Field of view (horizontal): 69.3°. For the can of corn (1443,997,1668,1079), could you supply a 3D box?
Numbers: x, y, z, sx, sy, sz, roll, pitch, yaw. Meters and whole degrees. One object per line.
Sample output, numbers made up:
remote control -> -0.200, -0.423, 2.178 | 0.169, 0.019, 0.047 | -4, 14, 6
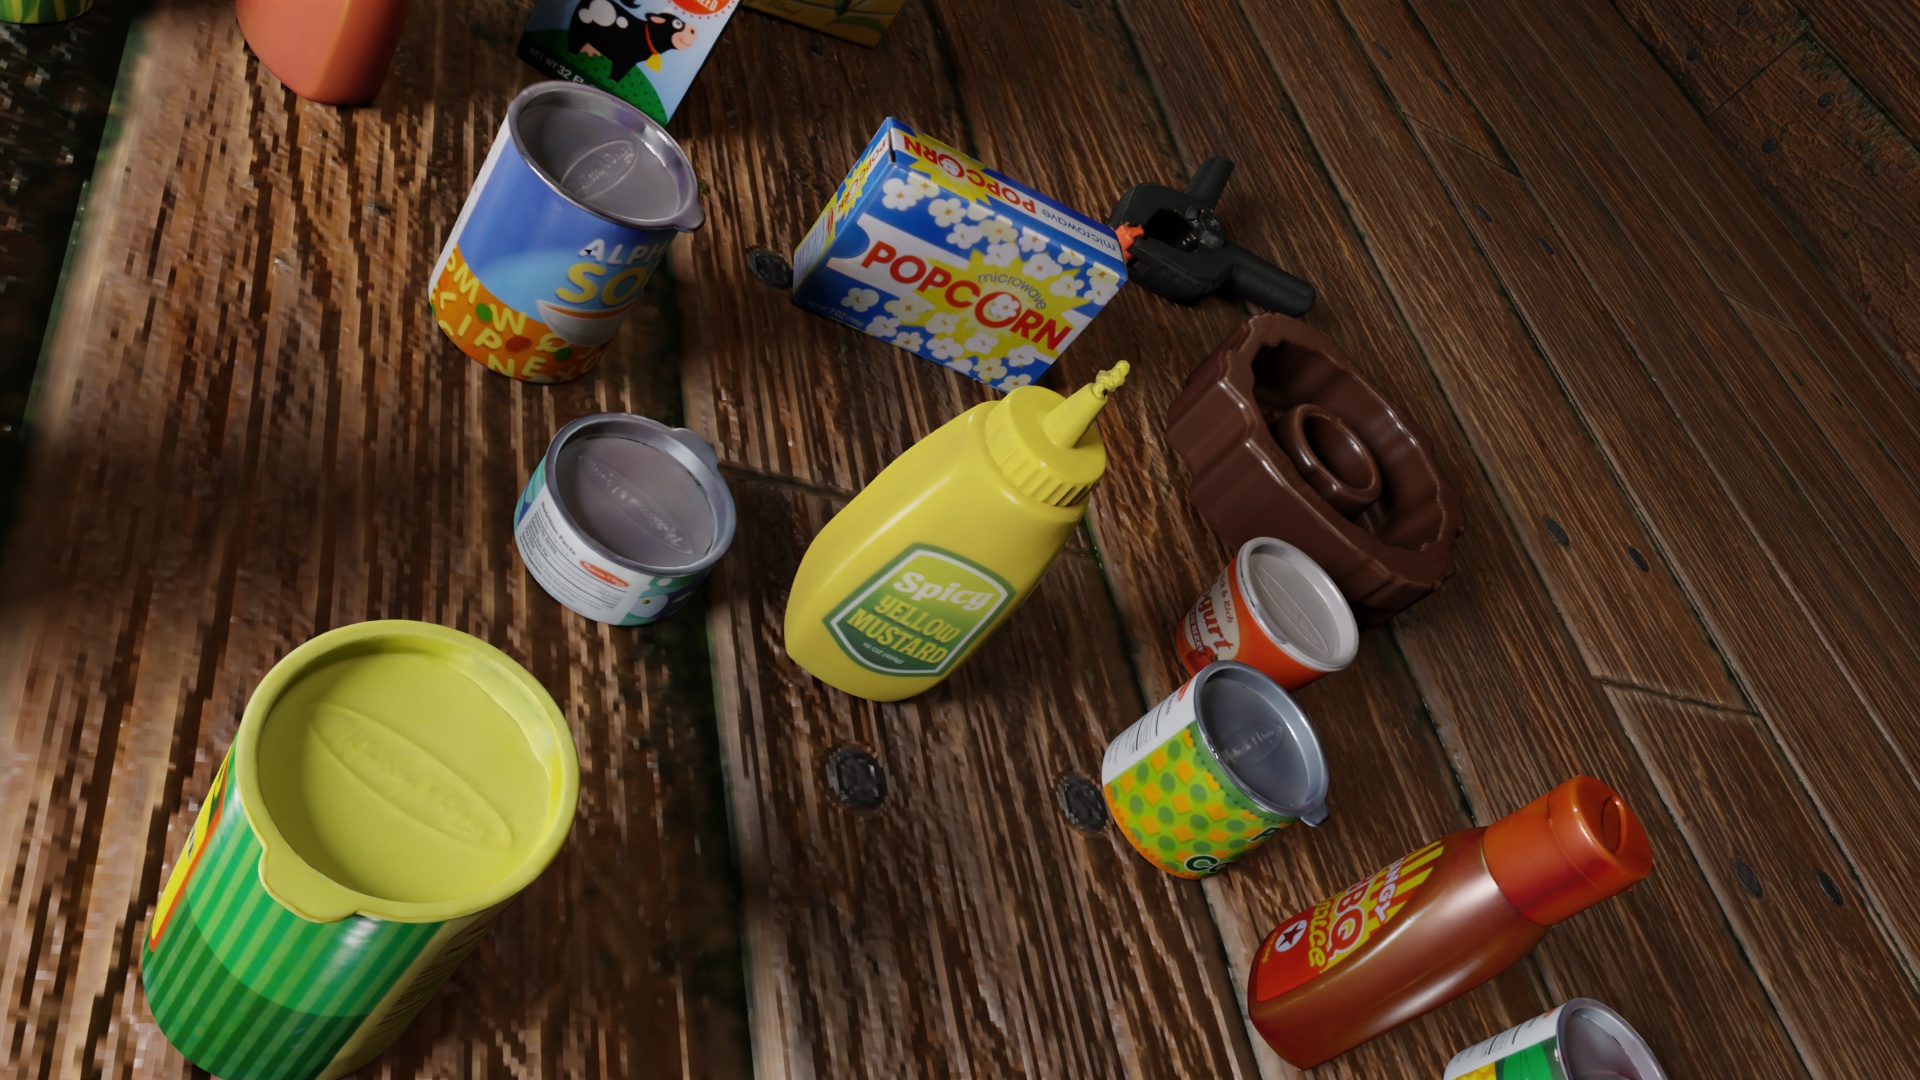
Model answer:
can of corn -> 0.230, 0.220, 0.531 | 0.071, 0.058, 0.071 | 24, 42, -24

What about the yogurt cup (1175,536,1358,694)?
yogurt cup -> 0.133, 0.040, 0.615 | 0.072, 0.053, 0.073 | 24, 42, -24

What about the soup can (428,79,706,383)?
soup can -> -0.137, -0.103, 0.483 | 0.071, 0.083, 0.072 | 24, 42, -24

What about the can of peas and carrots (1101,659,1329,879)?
can of peas and carrots -> 0.099, 0.091, 0.534 | 0.071, 0.058, 0.071 | 24, 42, -24

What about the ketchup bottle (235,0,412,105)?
ketchup bottle -> -0.208, -0.227, 0.482 | 0.044, 0.148, 0.065 | -22, 71, -50

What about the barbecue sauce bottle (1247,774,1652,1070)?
barbecue sauce bottle -> 0.166, 0.132, 0.483 | 0.043, 0.148, 0.065 | 45, 38, 1

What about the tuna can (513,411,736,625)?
tuna can -> -0.110, -0.008, 0.461 | 0.071, 0.032, 0.071 | 24, 42, -24

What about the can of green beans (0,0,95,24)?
can of green beans -> -0.312, -0.212, 0.450 | 0.071, 0.057, 0.071 | 24, 42, -24

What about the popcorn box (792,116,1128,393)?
popcorn box -> 0.000, -0.123, 0.622 | 0.127, 0.085, 0.038 | 19, 44, -28

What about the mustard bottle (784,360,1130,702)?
mustard bottle -> 0.002, -0.006, 0.455 | 0.065, 0.159, 0.049 | 26, 41, -22

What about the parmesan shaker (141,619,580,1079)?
parmesan shaker -> -0.136, 0.074, 0.305 | 0.071, 0.102, 0.072 | 24, 42, -24

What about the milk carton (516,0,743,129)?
milk carton -> -0.107, -0.270, 0.578 | 0.072, 0.189, 0.074 | 30, 40, -17
